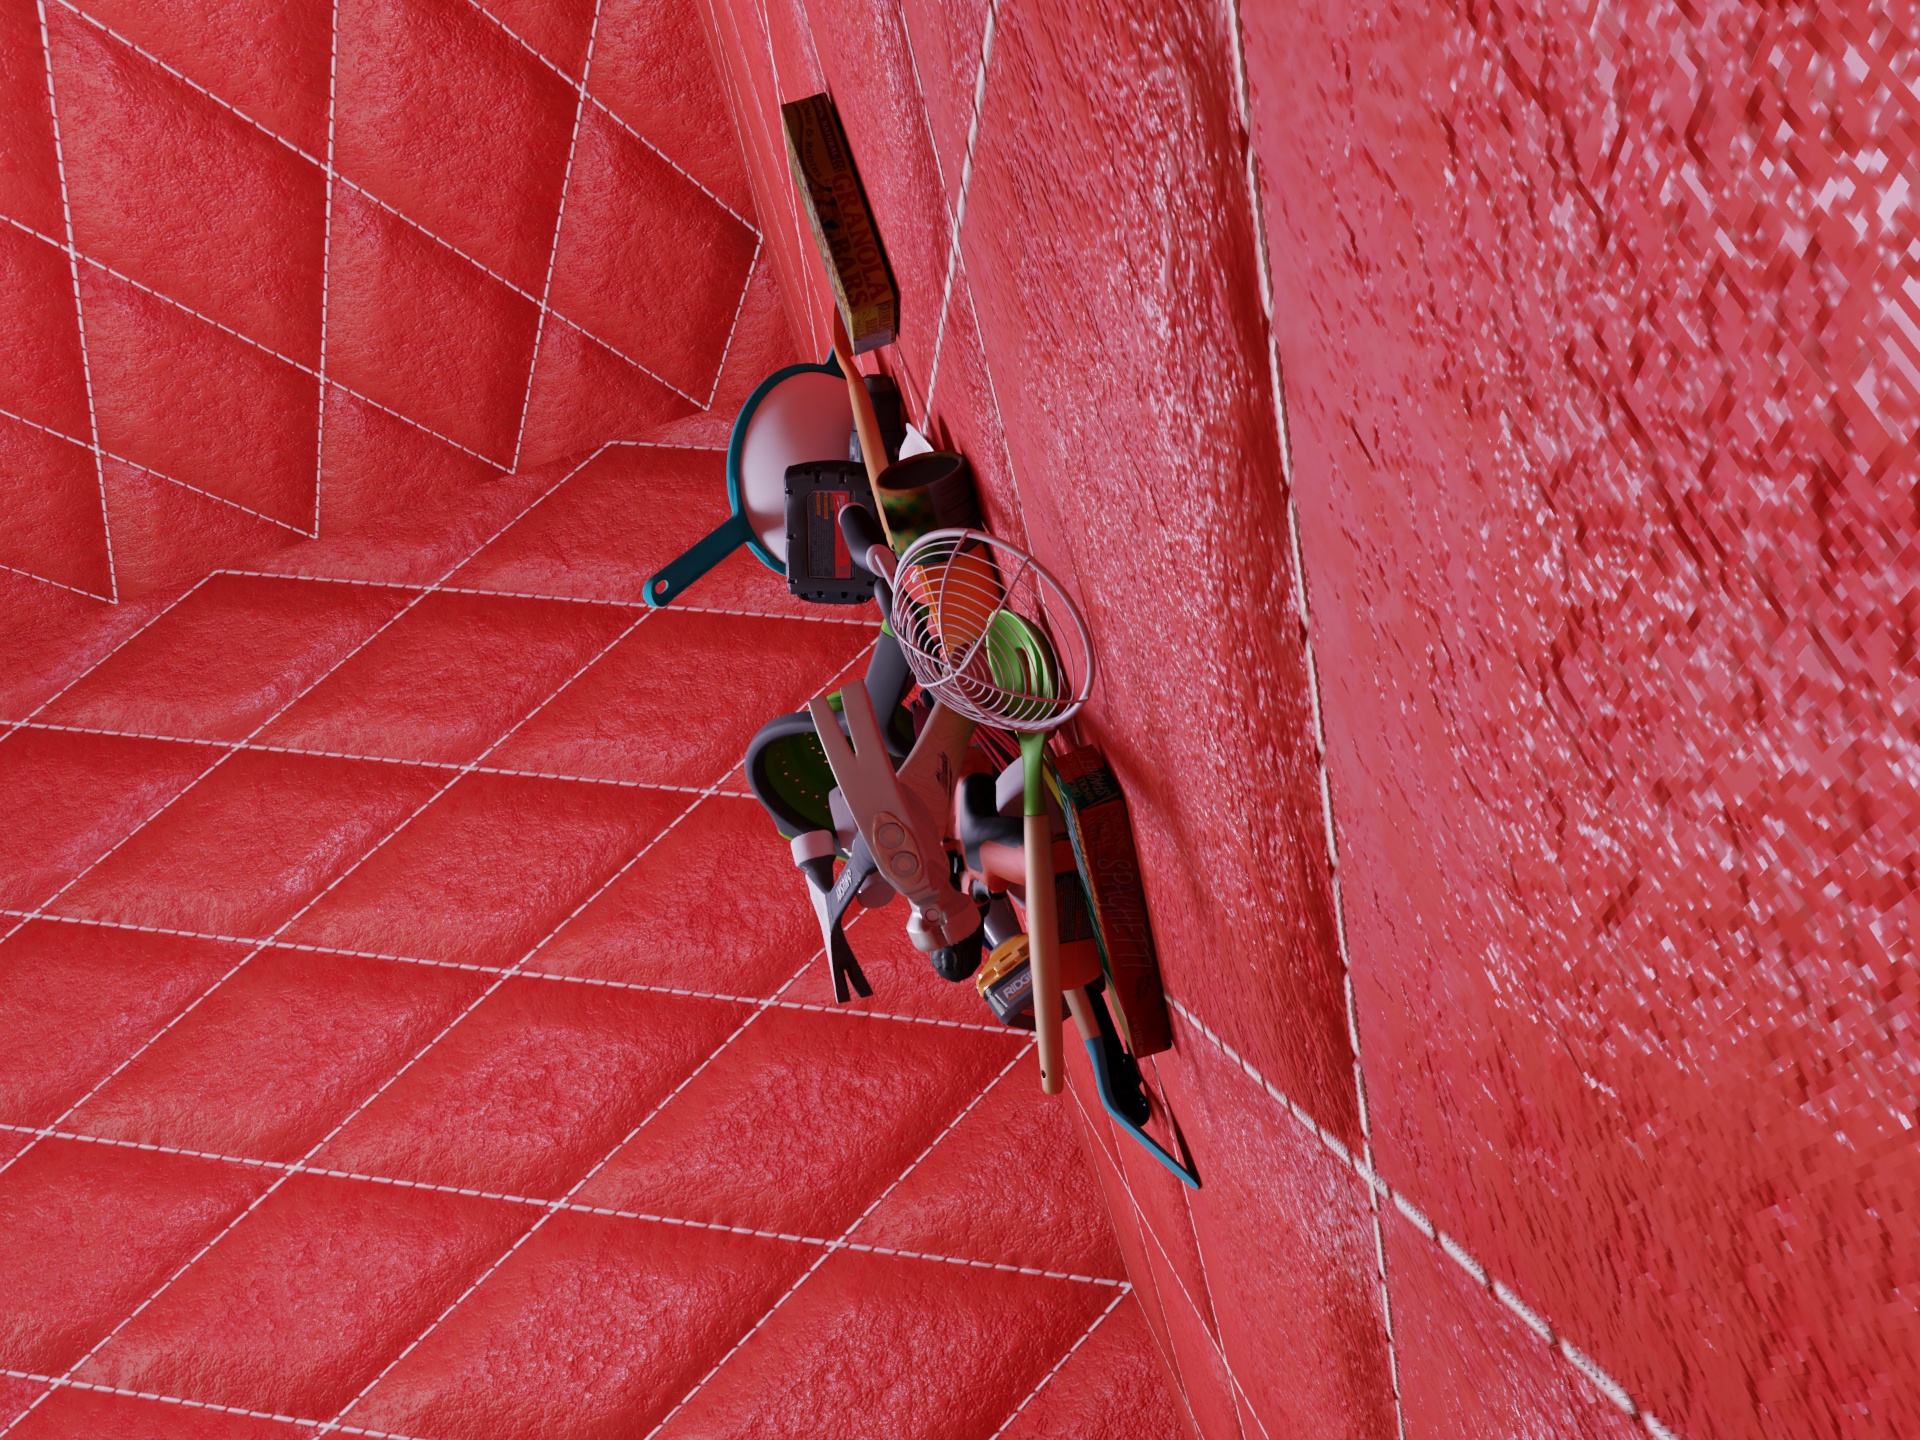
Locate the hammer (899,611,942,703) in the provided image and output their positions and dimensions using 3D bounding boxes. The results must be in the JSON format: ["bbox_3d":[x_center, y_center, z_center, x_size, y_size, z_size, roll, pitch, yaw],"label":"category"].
[{"bbox_3d":[-0.027,-0.082,1.517,0.036,0.149,0.359,33,165,-2],"label":"hammer"}]

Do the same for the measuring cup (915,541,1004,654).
[{"bbox_3d":[0.000,-0.098,1.225,0.173,0.052,0.095,81,170,-86],"label":"measuring cup"}]

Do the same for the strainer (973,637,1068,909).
[{"bbox_3d":[0.038,0.049,1.242,0.151,0.069,0.257,78,171,-66],"label":"strainer"}]

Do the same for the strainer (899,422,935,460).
[{"bbox_3d":[-0.031,-0.201,1.261,0.086,0.050,0.259,57,-175,-17],"label":"strainer"}]

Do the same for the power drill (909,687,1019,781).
[{"bbox_3d":[0.011,0.017,1.520,0.219,0.078,0.143,146,106,-84],"label":"power drill"}]

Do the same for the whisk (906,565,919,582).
[{"bbox_3d":[-0.025,-0.145,1.465,0.246,0.059,0.058,-51,-14,-89],"label":"whisk"}]

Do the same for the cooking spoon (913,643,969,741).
[{"bbox_3d":[-0.007,-0.021,1.180,0.319,0.017,0.068,-81,-30,-66],"label":"cooking spoon"}]

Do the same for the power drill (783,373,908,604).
[{"bbox_3d":[-0.088,-0.202,1.391,0.227,0.080,0.187,-61,-28,-72],"label":"power drill"}]

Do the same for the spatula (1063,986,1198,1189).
[{"bbox_3d":[0.106,0.224,1.260,0.082,0.044,0.318,76,173,-73],"label":"spatula"}]

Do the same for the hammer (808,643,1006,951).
[{"bbox_3d":[-0.012,0.001,1.003,0.411,0.038,0.146,-65,-49,-74],"label":"hammer"}]

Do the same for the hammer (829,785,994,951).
[{"bbox_3d":[0.007,0.182,1.499,0.405,0.035,0.144,41,-161,-46],"label":"hammer"}]

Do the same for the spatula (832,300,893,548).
[{"bbox_3d":[-0.071,-0.259,1.298,0.080,0.041,0.323,74,-179,-53],"label":"spatula"}]

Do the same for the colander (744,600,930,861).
[{"bbox_3d":[-0.078,-0.010,1.479,0.396,0.204,0.095,113,176,-52],"label":"colander"}]

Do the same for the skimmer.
[{"bbox_3d":[-0.012,-0.093,0.977,0.127,0.090,0.364,64,178,-24],"label":"skimmer"}]

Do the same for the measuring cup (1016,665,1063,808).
[{"bbox_3d":[0.062,0.017,1.058,0.157,0.029,0.062,-117,8,-51],"label":"measuring cup"}]

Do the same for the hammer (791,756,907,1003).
[{"bbox_3d":[-0.073,0.109,1.170,0.408,0.036,0.149,122,133,-69],"label":"hammer"}]

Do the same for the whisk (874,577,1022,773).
[{"bbox_3d":[-0.002,-0.004,1.309,0.295,0.073,0.073,60,-176,-36],"label":"whisk"}]

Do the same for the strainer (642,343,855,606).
[{"bbox_3d":[-0.155,-0.202,1.502,0.095,0.340,0.210,9,131,40],"label":"strainer"}]

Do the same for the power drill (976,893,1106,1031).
[{"bbox_3d":[0.036,0.162,1.409,0.226,0.084,0.185,57,-168,26],"label":"power drill"}]

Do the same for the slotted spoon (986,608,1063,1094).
[{"bbox_3d":[0.049,0.084,1.012,0.070,0.031,0.314,6,101,61],"label":"slotted spoon"}]
